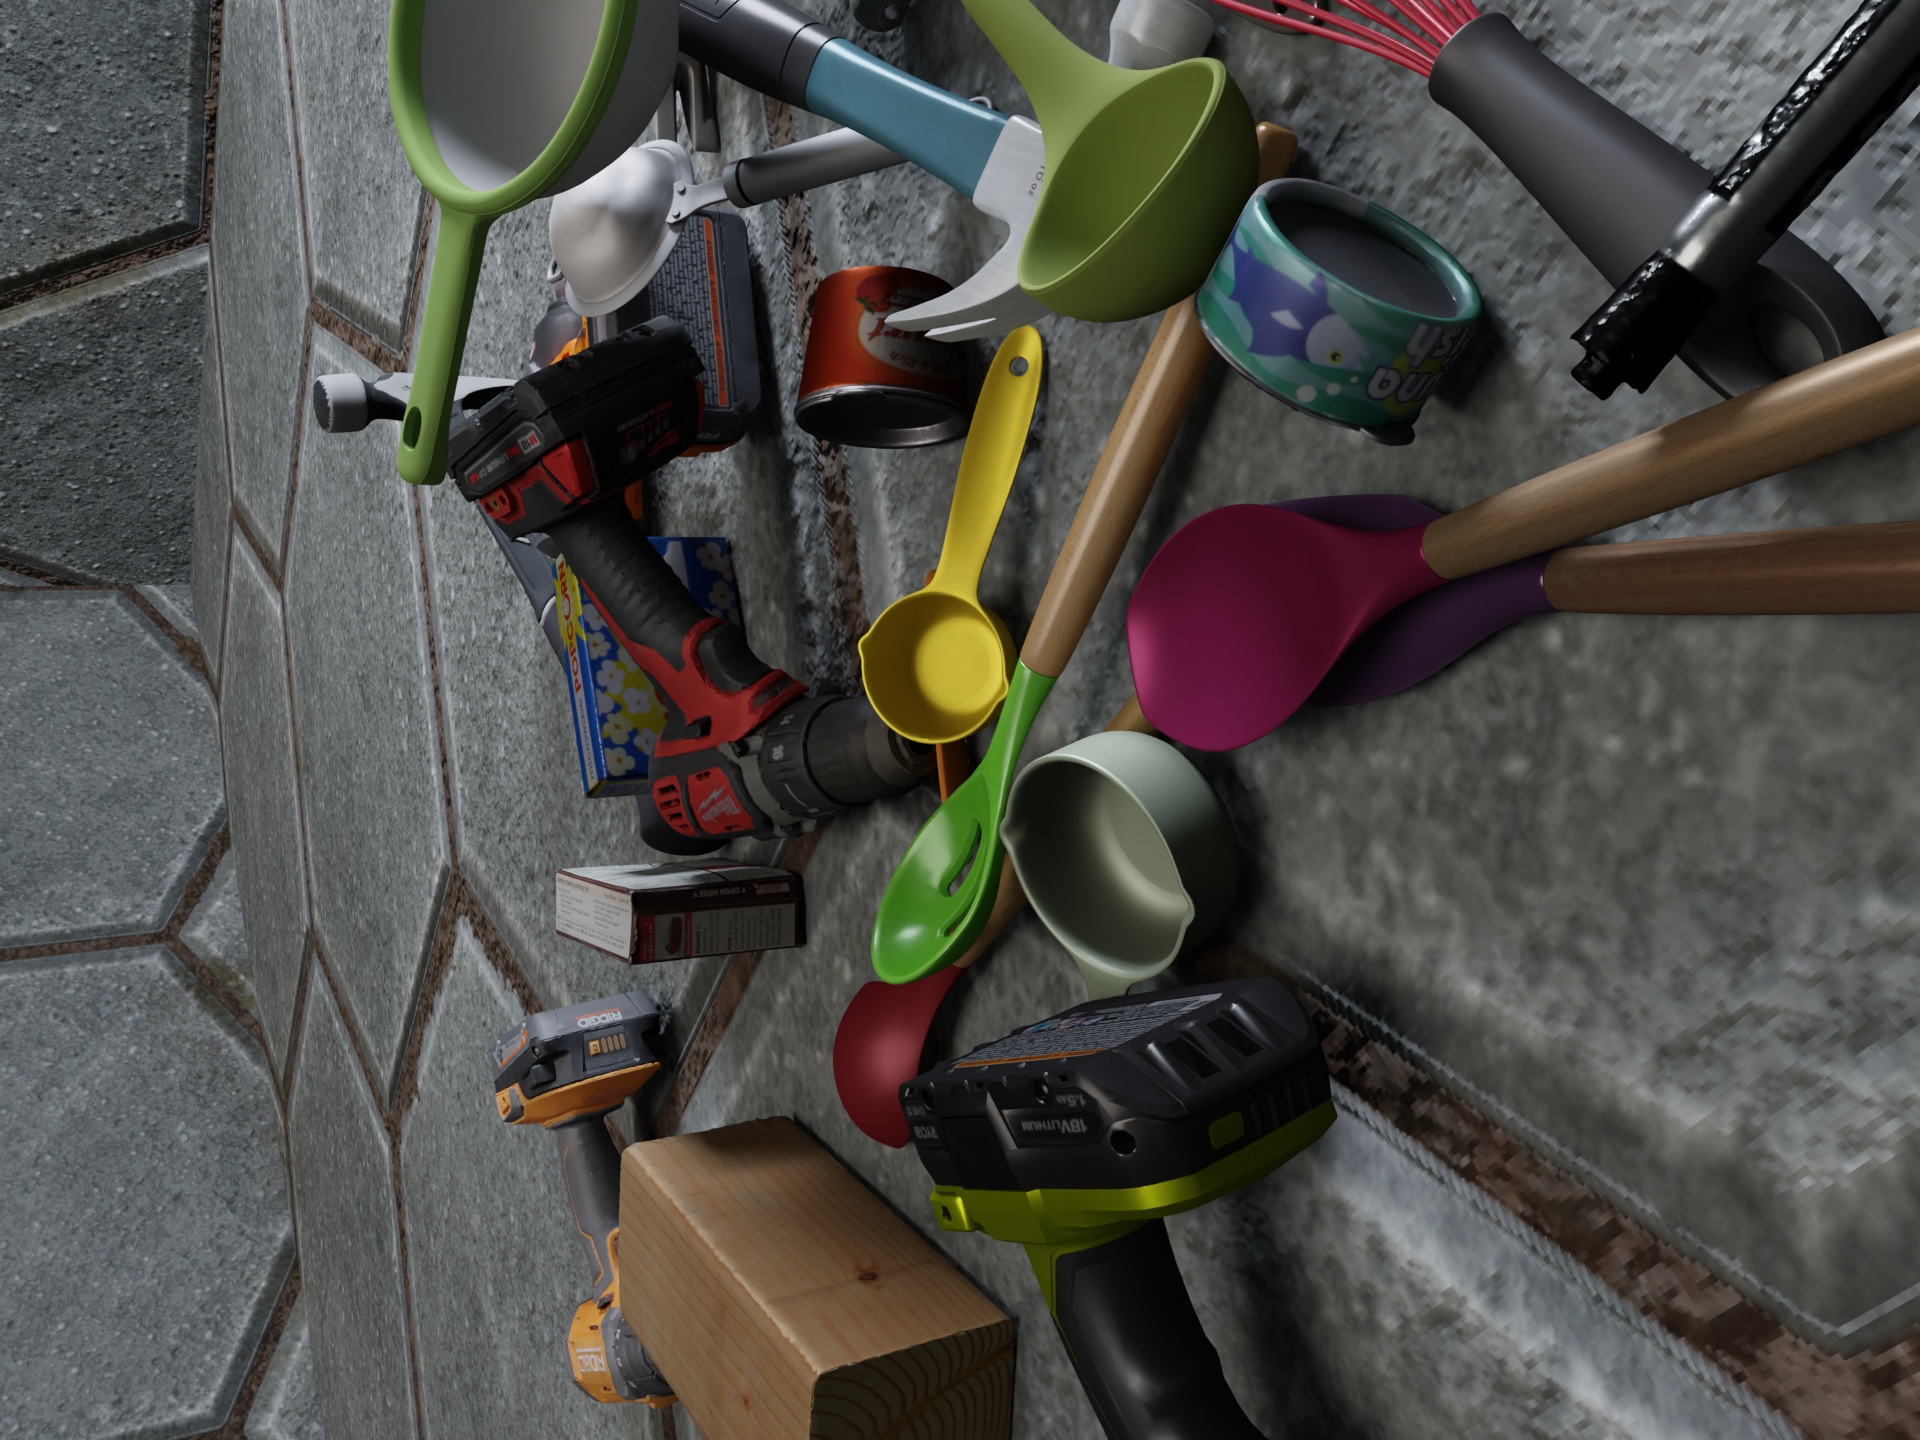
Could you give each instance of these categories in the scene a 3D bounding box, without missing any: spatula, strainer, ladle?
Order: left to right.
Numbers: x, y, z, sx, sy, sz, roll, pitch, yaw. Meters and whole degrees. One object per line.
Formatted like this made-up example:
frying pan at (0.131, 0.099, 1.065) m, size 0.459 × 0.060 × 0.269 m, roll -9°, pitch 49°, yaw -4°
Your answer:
strainer at (-0.164, -0.212, 0.616) m, size 0.152 × 0.069 × 0.256 m, roll 29°, pitch 110°, yaw 37°
strainer at (-0.097, -0.223, 0.658) m, size 0.258 × 0.050 × 0.087 m, roll -3°, pitch 71°, yaw 33°
ladle at (-0.013, -0.243, 0.482) m, size 0.078 × 0.062 × 0.320 m, roll -42°, pitch 66°, yaw 25°
ladle at (0.011, 0.075, 0.602) m, size 0.315 × 0.031 × 0.069 m, roll -57°, pitch 45°, yaw 42°
spatula at (0.157, -0.030, 0.357) m, size 0.316 × 0.018 × 0.060 m, roll 4°, pitch 96°, yaw 60°

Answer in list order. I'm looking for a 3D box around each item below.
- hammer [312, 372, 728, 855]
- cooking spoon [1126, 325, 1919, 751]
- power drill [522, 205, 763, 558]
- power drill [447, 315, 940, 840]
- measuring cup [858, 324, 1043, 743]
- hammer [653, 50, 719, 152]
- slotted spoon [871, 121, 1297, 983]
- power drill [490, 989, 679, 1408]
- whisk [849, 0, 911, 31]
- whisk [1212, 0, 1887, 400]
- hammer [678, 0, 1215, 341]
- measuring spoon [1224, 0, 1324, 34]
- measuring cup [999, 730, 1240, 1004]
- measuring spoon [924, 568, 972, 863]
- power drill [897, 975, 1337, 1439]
hammer at (-0.239, -0.078, 0.931) m, size 0.409 × 0.149 × 0.036 m, roll 53°, pitch 137°, yaw 29°
cooking spoon at (0.130, -0.046, 0.365) m, size 0.319 × 0.017 × 0.069 m, roll -21°, pitch 76°, yaw 60°
power drill at (-0.181, -0.190, 0.842) m, size 0.226 × 0.084 × 0.164 m, roll -21°, pitch 73°, yaw 61°
power drill at (-0.109, -0.050, 0.680) m, size 0.188 × 0.080 × 0.226 m, roll -11°, pitch 111°, yaw 51°
measuring cup at (0.008, -0.067, 0.591) m, size 0.062 × 0.029 × 0.156 m, roll 18°, pitch 96°, yaw 18°
hammer at (-0.066, -0.346, 0.623) m, size 0.411 × 0.038 × 0.146 m, roll -169°, pitch 77°, yaw -67°
slotted spoon at (0.037, -0.039, 0.521) m, size 0.070 × 0.031 × 0.313 m, roll -109°, pitch 37°, yaw -58°
power drill at (-0.194, 0.275, 0.910) m, size 0.185 × 0.084 × 0.226 m, roll -35°, pitch 68°, yaw 54°
whisk at (0.012, -0.328, 0.542) m, size 0.059 × 0.058 × 0.246 m, roll 52°, pitch 148°, yaw 3°
whisk at (0.111, -0.171, 0.386) m, size 0.296 × 0.073 × 0.073 m, roll 58°, pitch 139°, yaw 28°
hammer at (-0.055, -0.243, 0.587) m, size 0.331 × 0.033 × 0.128 m, roll 40°, pitch 113°, yaw 35°
measuring spoon at (0.068, -0.234, 0.483) m, size 0.124 × 0.018 × 0.034 m, roll 53°, pitch 135°, yaw 41°
measuring cup at (0.060, 0.080, 0.520) m, size 0.083 × 0.038 × 0.167 m, roll 18°, pitch 126°, yaw 45°
measuring spoon at (-0.001, -0.002, 0.622) m, size 0.011 × 0.021 × 0.117 m, roll -7°, pitch 87°, yaw 29°
power drill at (0.074, 0.192, 0.442) m, size 0.171 × 0.080 × 0.223 m, roll -25°, pitch 84°, yaw 57°
